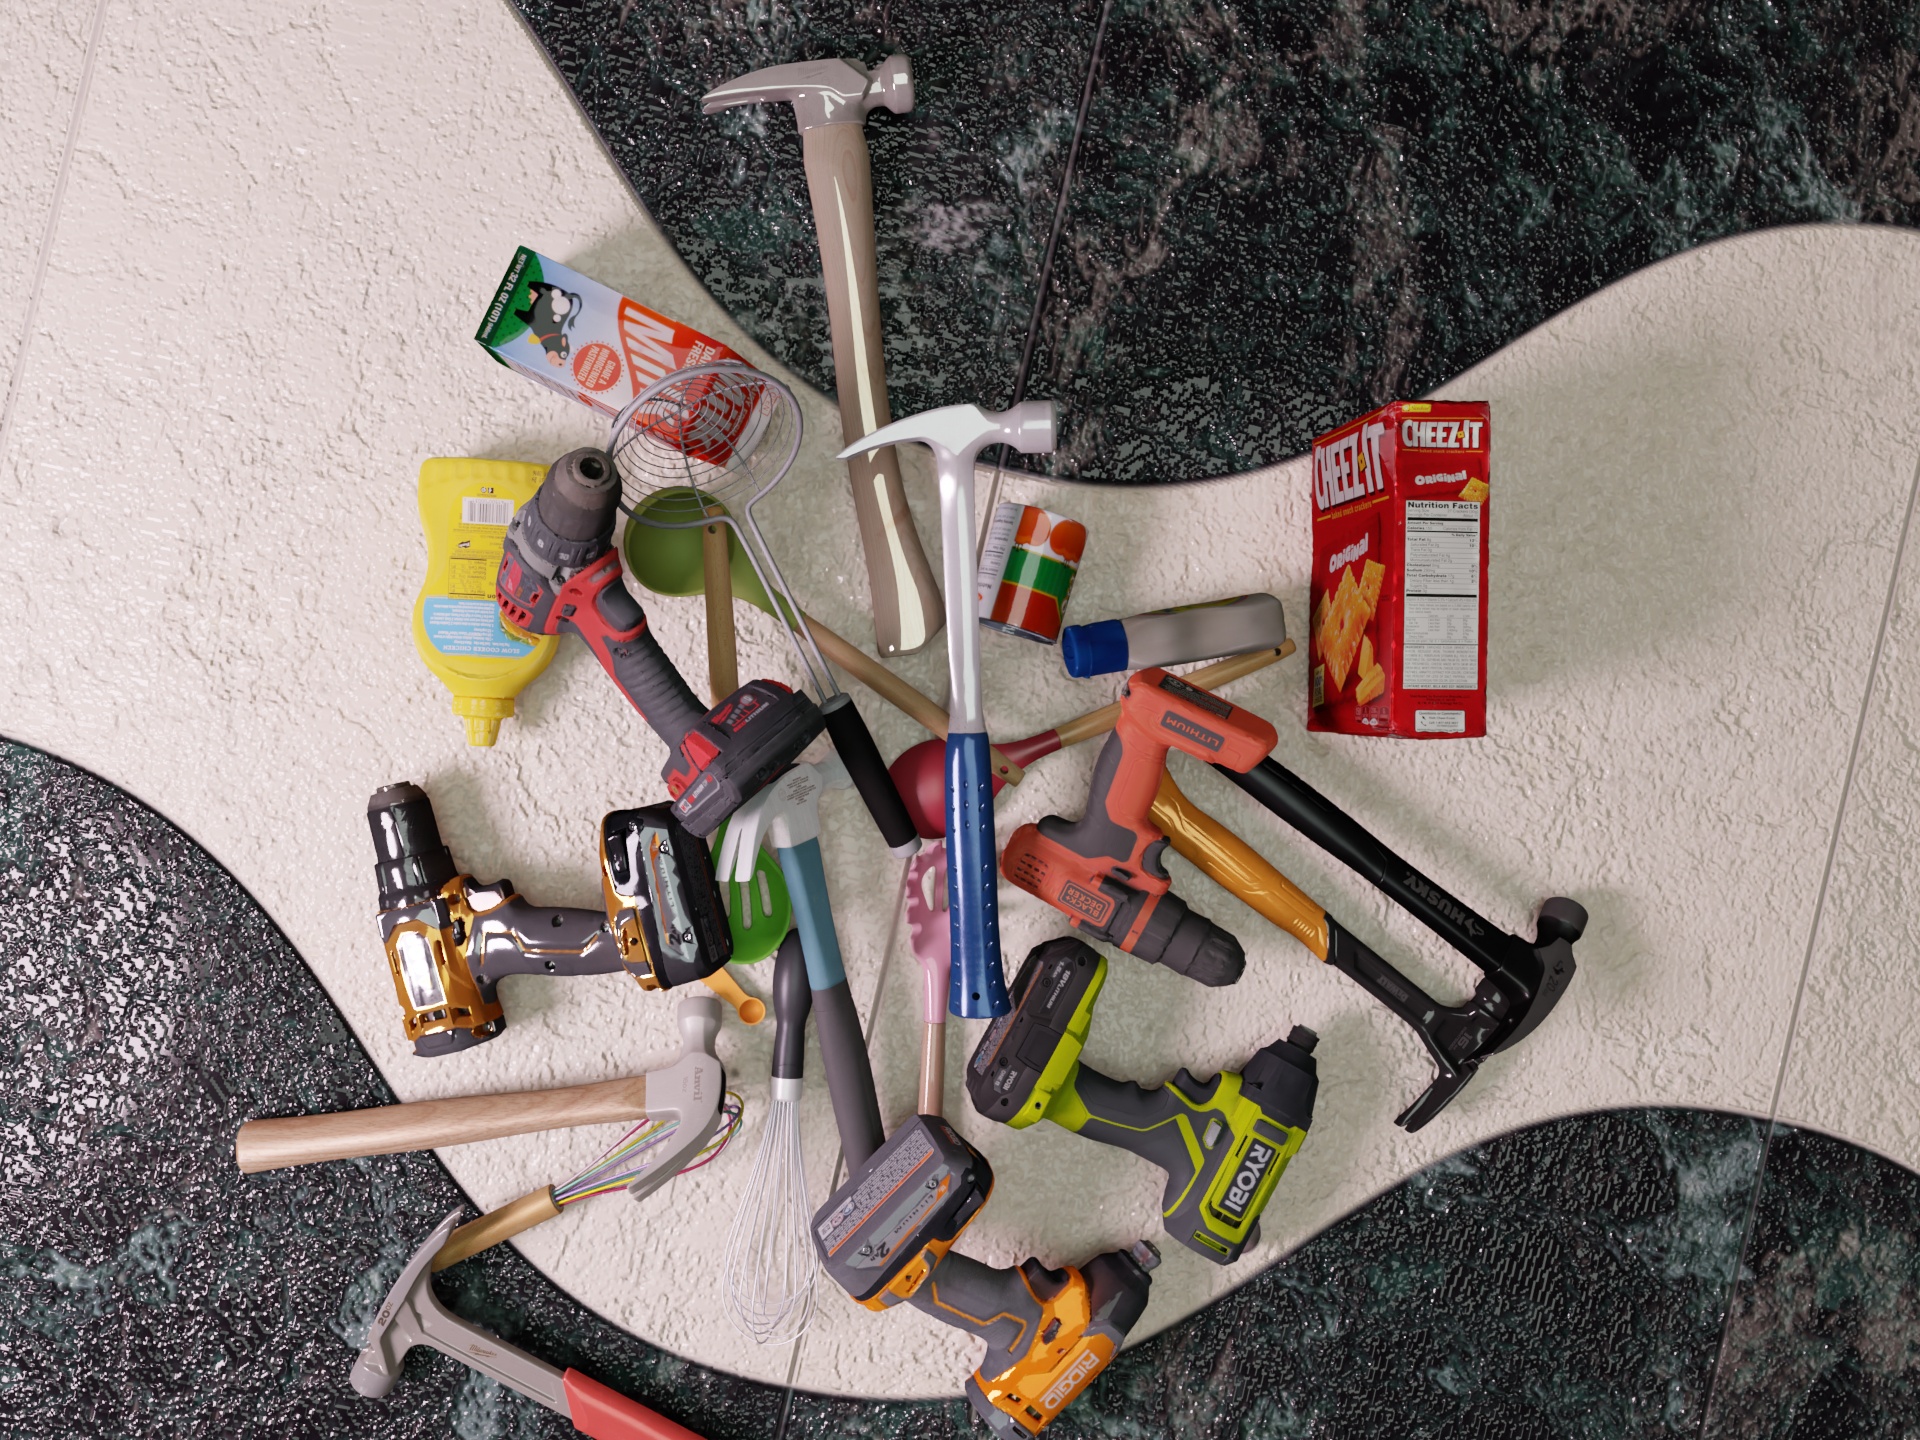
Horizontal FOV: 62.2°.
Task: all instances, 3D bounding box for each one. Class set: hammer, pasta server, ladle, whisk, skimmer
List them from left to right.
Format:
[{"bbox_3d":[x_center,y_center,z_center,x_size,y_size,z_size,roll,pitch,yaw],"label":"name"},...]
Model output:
[{"bbox_3d":[-0.323,0.270,1.073,0.331,0.031,0.130,-8,55,2],"label":"hammer"},{"bbox_3d":[-0.258,0.318,1.097,0.245,0.051,0.047,-26,61,1],"label":"whisk"},{"bbox_3d":[-0.229,0.474,1.089,0.359,0.037,0.149,31,104,-6],"label":"hammer"},{"bbox_3d":[-0.122,0.286,1.098,0.070,0.070,0.284,5,86,-4],"label":"whisk"},{"bbox_3d":[-0.103,-0.055,1.014,0.127,0.090,0.363,-27,110,-5],"label":"skimmer"},{"bbox_3d":[-0.090,-0.050,1.081,0.320,0.062,0.078,36,100,0],"label":"ladle"},{"bbox_3d":[-0.086,0.192,1.087,0.128,0.033,0.331,-20,102,-48],"label":"hammer"},{"bbox_3d":[-0.079,-0.247,1.102,0.146,0.038,0.410,-8,92,-3],"label":"hammer"},{"bbox_3d":[-0.018,0.239,1.112,0.060,0.040,0.316,3,92,-13],"label":"pasta server"},{"bbox_3d":[-0.002,-0.003,1.054,0.144,0.035,0.405,-2,97,4],"label":"hammer"},{"bbox_3d":[0.093,0.004,1.124,0.315,0.031,0.069,-22,93,-5],"label":"ladle"},{"bbox_3d":[0.236,0.146,1.131,0.337,0.034,0.127,39,87,-4],"label":"hammer"},{"bbox_3d":[0.281,0.098,1.111,0.335,0.035,0.146,37,61,-1],"label":"hammer"}]

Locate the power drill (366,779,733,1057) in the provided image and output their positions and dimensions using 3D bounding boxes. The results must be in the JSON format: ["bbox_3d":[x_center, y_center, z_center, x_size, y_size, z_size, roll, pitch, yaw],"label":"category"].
[{"bbox_3d":[-0.283,0.113,1.060,0.226,0.084,0.185,-14,91,9],"label":"power drill"}]

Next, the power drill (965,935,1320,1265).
[{"bbox_3d":[0.132,0.250,1.104,0.223,0.080,0.171,30,84,-6],"label":"power drill"}]

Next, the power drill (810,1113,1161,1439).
[{"bbox_3d":[0.027,0.370,1.076,0.164,0.084,0.226,-44,112,-5],"label":"power drill"}]

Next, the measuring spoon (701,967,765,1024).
[{"bbox_3d":[-0.181,0.170,1.114,0.117,0.011,0.021,43,89,0],"label":"measuring spoon"}]

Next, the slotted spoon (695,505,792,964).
[{"bbox_3d":[-0.155,0.013,1.074,0.070,0.031,0.313,-2,104,2],"label":"slotted spoon"}]

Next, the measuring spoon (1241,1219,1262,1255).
[{"bbox_3d":[0.219,0.325,1.144,0.034,0.018,0.124,25,82,14],"label":"measuring spoon"}]

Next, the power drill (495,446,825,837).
[{"bbox_3d":[-0.189,-0.051,0.971,0.226,0.188,0.080,48,59,-1],"label":"power drill"}]
